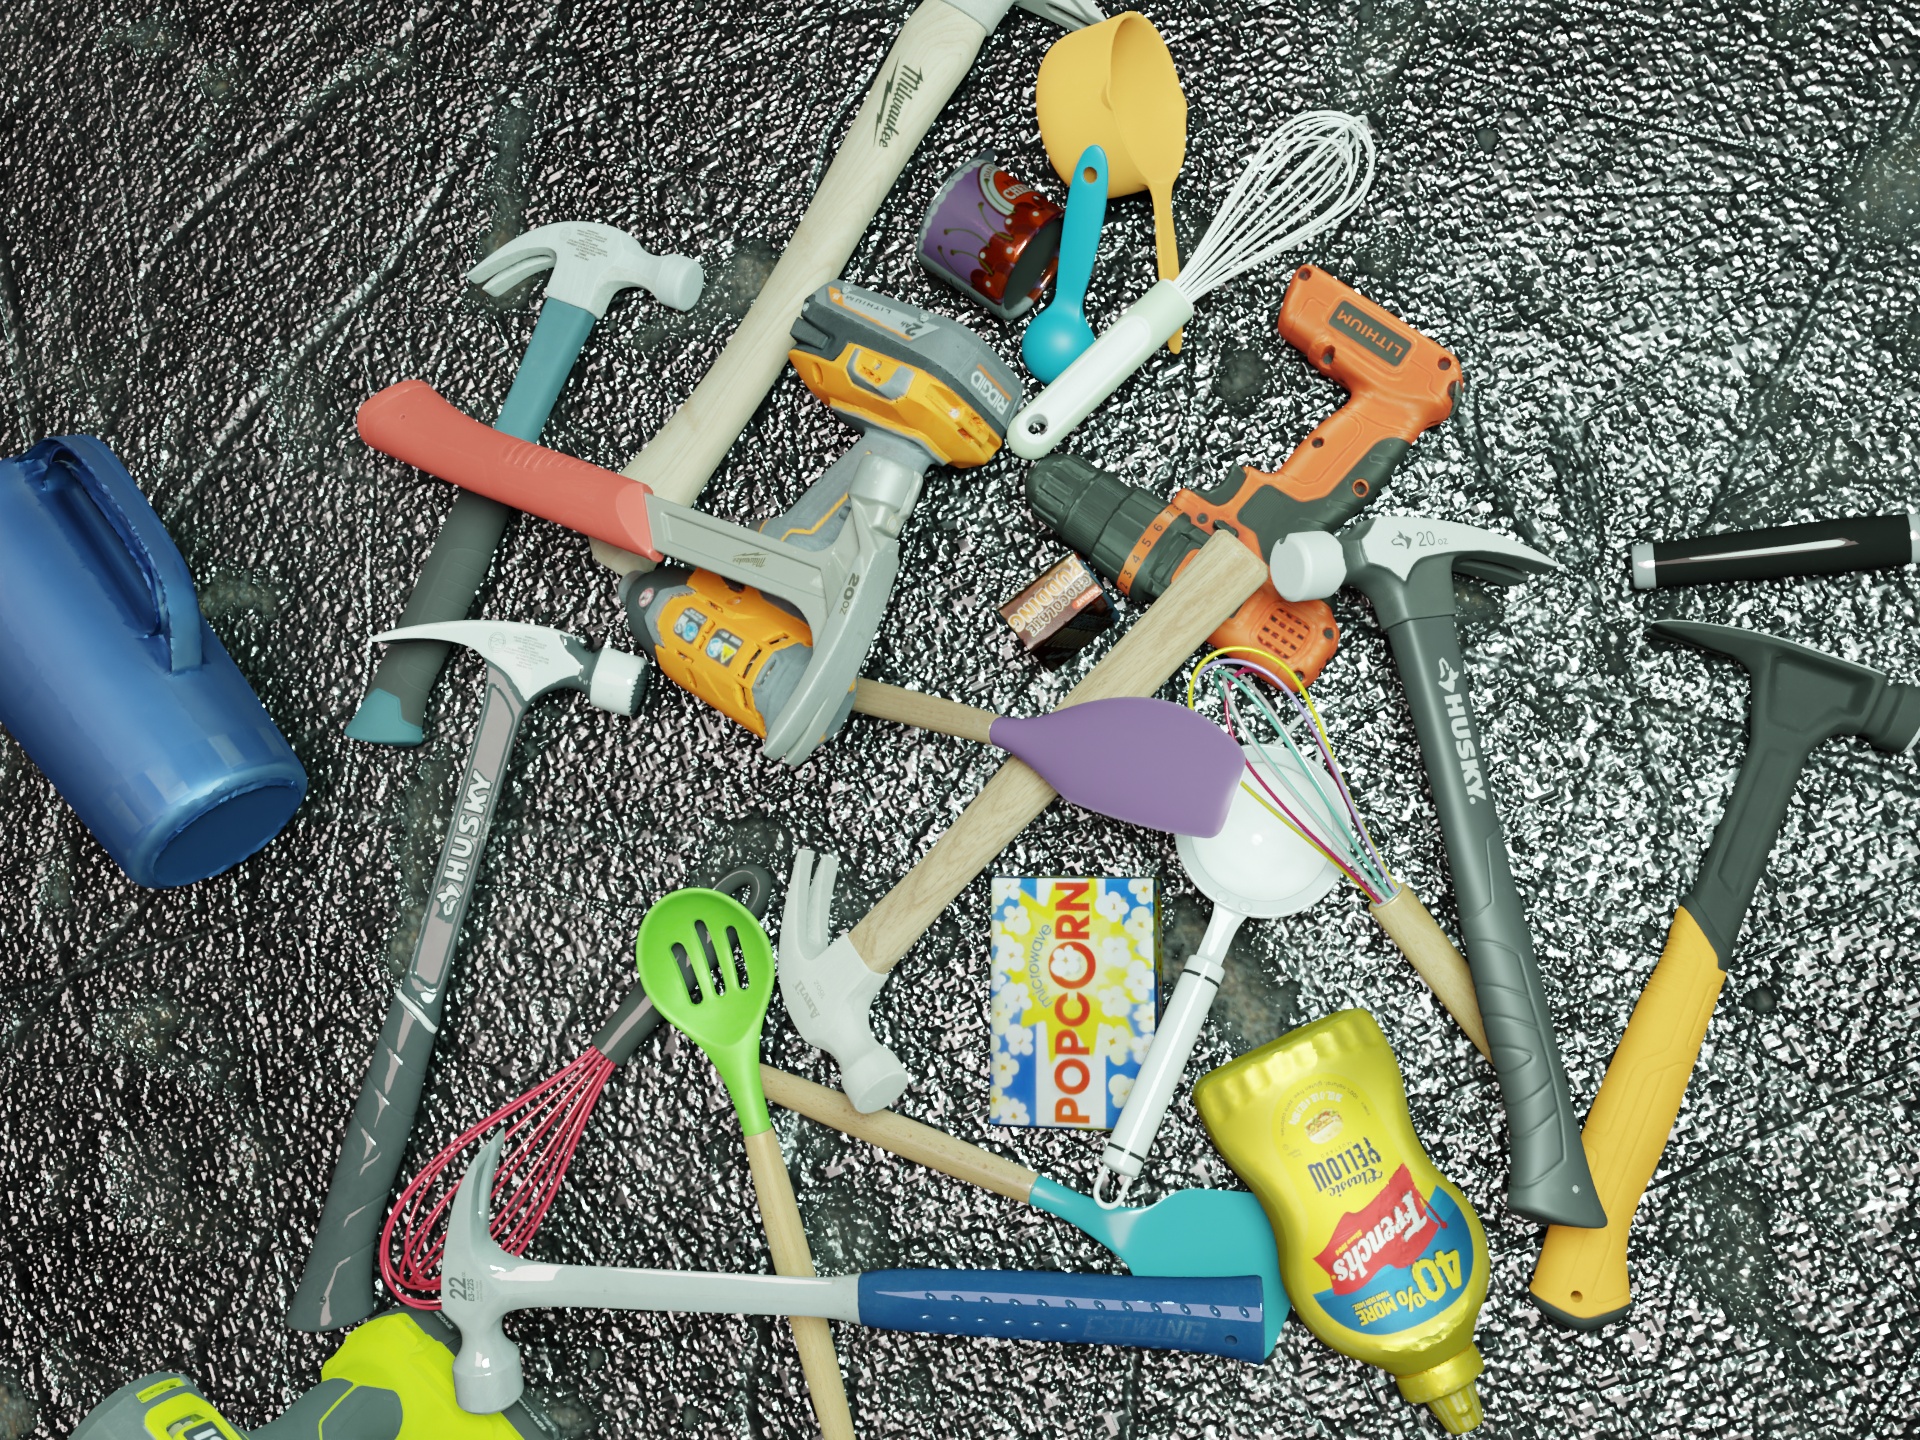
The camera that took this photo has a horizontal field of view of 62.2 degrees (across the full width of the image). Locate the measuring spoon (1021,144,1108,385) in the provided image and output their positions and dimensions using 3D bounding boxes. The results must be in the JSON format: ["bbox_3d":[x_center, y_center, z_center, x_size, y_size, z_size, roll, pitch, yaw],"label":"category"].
[{"bbox_3d":[0.056,-0.233,0.829,0.042,0.021,0.128,21,125,17],"label":"measuring spoon"}]

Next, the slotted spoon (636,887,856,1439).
[{"bbox_3d":[-0.100,0.238,0.821,0.070,0.031,0.314,-16,87,2],"label":"slotted spoon"}]

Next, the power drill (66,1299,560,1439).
[{"bbox_3d":[-0.293,0.371,0.761,0.171,0.223,0.080,39,93,15],"label":"power drill"}]

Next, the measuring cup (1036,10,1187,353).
[{"bbox_3d":[0.084,-0.280,0.847,0.052,0.095,0.173,-1,105,33],"label":"measuring cup"}]

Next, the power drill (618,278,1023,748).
[{"bbox_3d":[-0.085,-0.112,0.838,0.164,0.084,0.226,29,87,36],"label":"power drill"}]

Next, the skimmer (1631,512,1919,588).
[{"bbox_3d":[0.509,-0.086,0.740,0.363,0.090,0.127,-5,84,22],"label":"skimmer"}]

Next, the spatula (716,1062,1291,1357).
[{"bbox_3d":[0.016,0.231,0.815,0.317,0.044,0.082,17,88,19],"label":"spatula"}]

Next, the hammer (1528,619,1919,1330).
[{"bbox_3d":[0.334,0.120,0.749,0.127,0.034,0.337,21,88,14],"label":"hammer"}]

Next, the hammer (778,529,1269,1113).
[{"bbox_3d":[0.026,0.036,0.794,0.331,0.031,0.130,-48,54,11],"label":"hammer"}]

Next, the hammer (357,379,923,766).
[{"bbox_3d":[-0.189,-0.103,0.818,0.359,0.036,0.149,22,87,30],"label":"hammer"}]

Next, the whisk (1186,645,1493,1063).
[{"bbox_3d":[0.193,0.065,0.755,0.047,0.051,0.245,-40,95,-19],"label":"whisk"}]

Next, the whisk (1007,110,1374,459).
[{"bbox_3d":[0.117,-0.222,0.814,0.246,0.059,0.058,-43,84,0],"label":"whisk"}]

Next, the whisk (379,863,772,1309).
[{"bbox_3d":[-0.202,0.193,0.853,0.073,0.073,0.296,39,86,15],"label":"whisk"}]

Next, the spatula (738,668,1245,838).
[{"bbox_3d":[-0.001,-0.003,0.795,0.316,0.018,0.060,14,79,35],"label":"spatula"}]

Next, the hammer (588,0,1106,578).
[{"bbox_3d":[-0.077,-0.253,0.892,0.146,0.038,0.410,32,91,13],"label":"hammer"}]

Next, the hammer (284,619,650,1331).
[{"bbox_3d":[-0.301,0.140,0.881,0.149,0.036,0.409,17,89,-1],"label":"hammer"}]

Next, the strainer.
[{"bbox_3d":[0.120,0.115,0.774,0.087,0.050,0.258,24,75,8],"label":"strainer"}]

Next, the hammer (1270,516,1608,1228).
[{"bbox_3d":[0.245,0.067,0.739,0.146,0.035,0.335,-7,81,-24],"label":"hammer"}]

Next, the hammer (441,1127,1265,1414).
[{"bbox_3d":[-0.059,0.275,0.771,0.405,0.035,0.144,-1,102,8],"label":"hammer"}]

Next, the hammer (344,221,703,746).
[{"bbox_3d":[-0.271,-0.135,0.922,0.128,0.033,0.331,23,88,14],"label":"hammer"}]
